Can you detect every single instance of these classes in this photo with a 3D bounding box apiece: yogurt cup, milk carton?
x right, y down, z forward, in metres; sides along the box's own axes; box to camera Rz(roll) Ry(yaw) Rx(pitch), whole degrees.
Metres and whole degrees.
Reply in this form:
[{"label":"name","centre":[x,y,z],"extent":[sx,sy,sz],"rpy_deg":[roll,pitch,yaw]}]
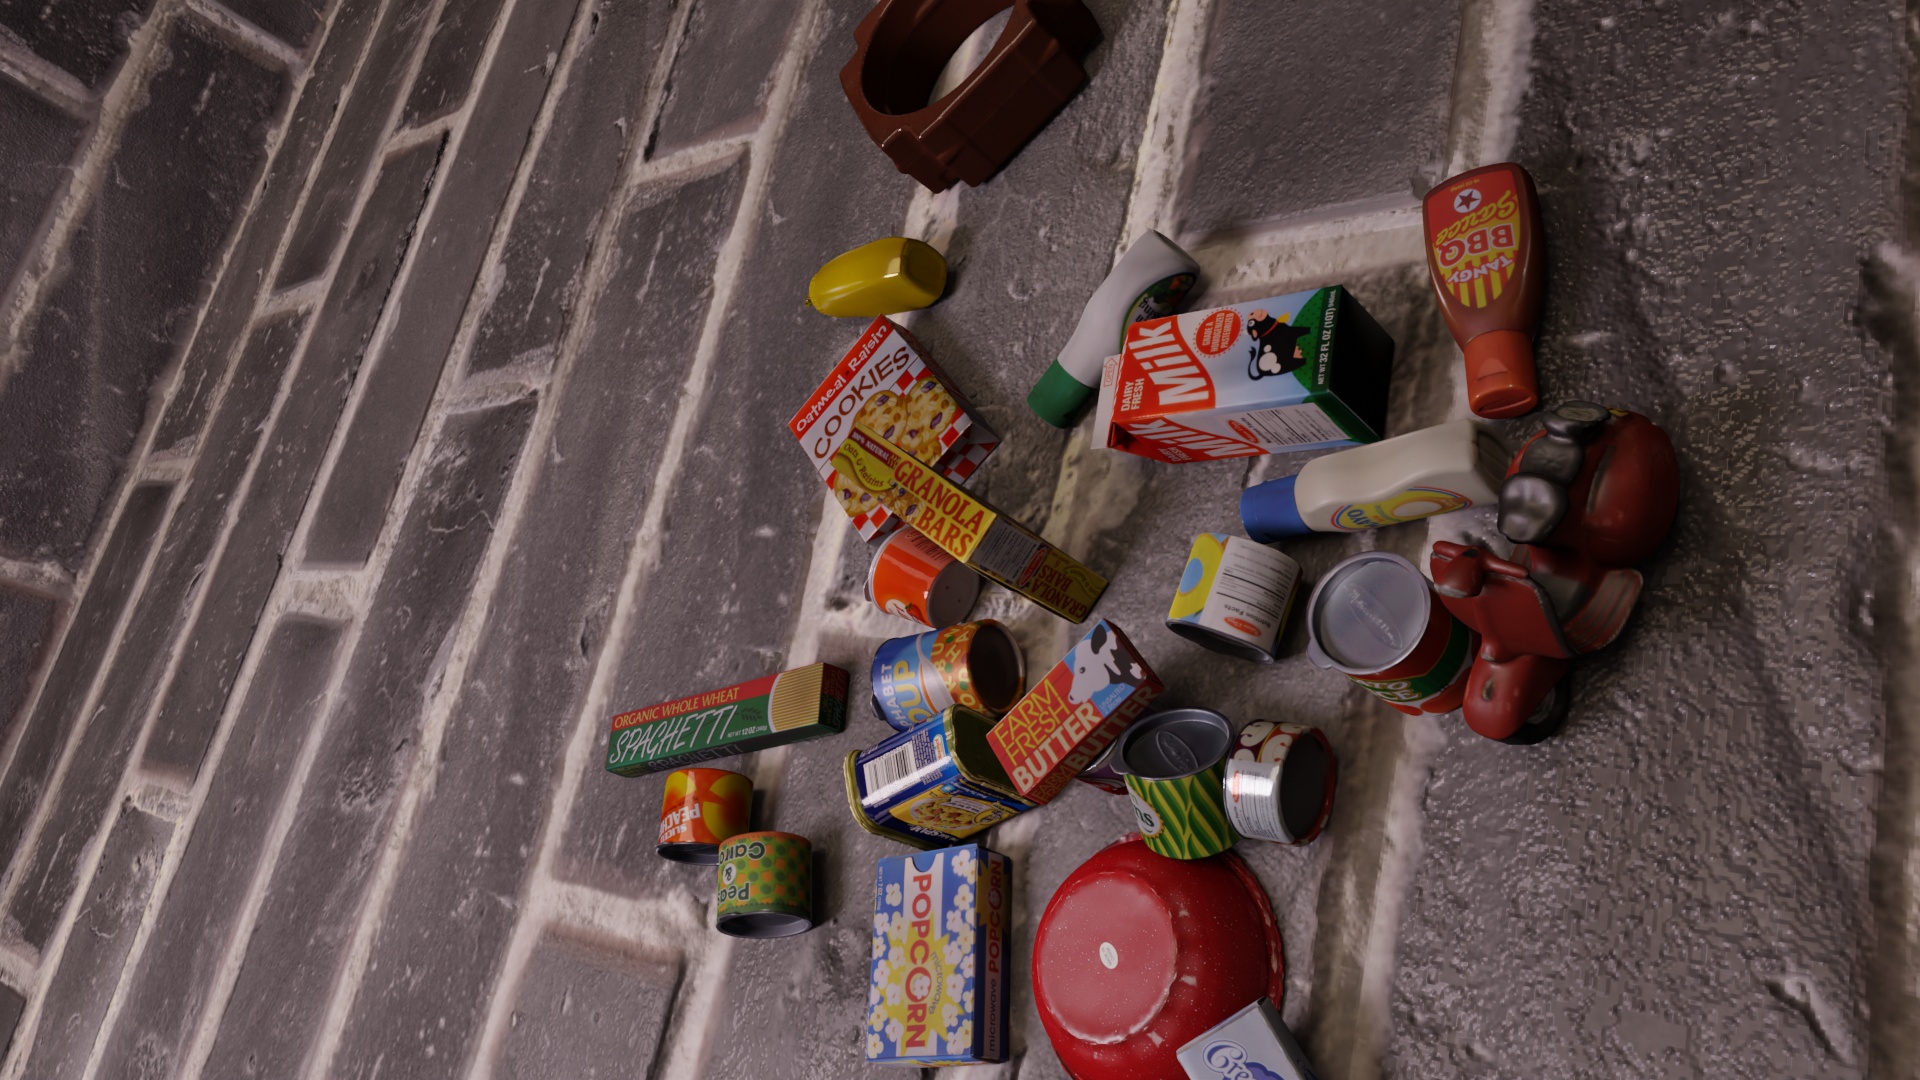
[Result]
[{"label":"yogurt cup","centre":[-0.023,0.029,0.983],"extent":[0.054,0.072,0.072],"rpy_deg":[24,86,38]},{"label":"milk carton","centre":[0.164,-0.098,0.873],"extent":[0.190,0.073,0.072],"rpy_deg":[-5,66,41]}]

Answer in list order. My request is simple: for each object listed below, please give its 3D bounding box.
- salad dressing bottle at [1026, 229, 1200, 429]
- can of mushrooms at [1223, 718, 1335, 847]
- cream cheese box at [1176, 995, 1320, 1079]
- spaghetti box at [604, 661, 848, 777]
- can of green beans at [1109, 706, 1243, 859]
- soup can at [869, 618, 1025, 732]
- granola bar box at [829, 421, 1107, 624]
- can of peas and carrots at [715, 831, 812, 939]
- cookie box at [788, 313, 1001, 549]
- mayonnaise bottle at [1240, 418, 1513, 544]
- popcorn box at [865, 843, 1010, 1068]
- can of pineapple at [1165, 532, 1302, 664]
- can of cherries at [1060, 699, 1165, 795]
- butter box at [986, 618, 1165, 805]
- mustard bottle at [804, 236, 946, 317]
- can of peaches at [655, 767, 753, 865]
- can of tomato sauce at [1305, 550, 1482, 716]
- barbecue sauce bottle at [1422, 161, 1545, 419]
[{"label":"salad dressing bottle","centre":[0.103,-0.144,0.965],"extent":[0.044,0.064,0.147],"rpy_deg":[48,112,25]},{"label":"can of mushrooms","centre":[0.174,0.130,0.751],"extent":[0.033,0.071,0.071],"rpy_deg":[0,69,42]},{"label":"cream cheese box","centre":[0.157,0.286,0.686],"extent":[0.053,0.024,0.104],"rpy_deg":[-38,69,19]},{"label":"spaghetti box","centre":[-0.190,0.145,1.095],"extent":[0.249,0.028,0.050],"rpy_deg":[-17,57,35]},{"label":"can of green beans","centre":[0.126,0.135,0.776],"extent":[0.071,0.057,0.071],"rpy_deg":[-15,24,7]},{"label":"soup can","centre":[-0.009,0.092,0.931],"extent":[0.083,0.071,0.071],"rpy_deg":[-15,59,36]},{"label":"granola bar box","centre":[0.003,-0.012,0.935],"extent":[0.166,0.124,0.039],"rpy_deg":[35,94,46]},{"label":"can of peas and carrots","centre":[-0.138,0.240,0.968],"extent":[0.070,0.071,0.059],"rpy_deg":[-25,53,31]},{"label":"cookie box","centre":[-0.056,-0.085,1.089],"extent":[0.122,0.040,0.168],"rpy_deg":[-48,46,12]},{"label":"mayonnaise bottle","centre":[0.231,-0.029,0.787],"extent":[0.147,0.065,0.041],"rpy_deg":[-16,63,41]},{"label":"popcorn box","centre":[-0.013,0.261,0.868],"extent":[0.085,0.038,0.127],"rpy_deg":[-18,57,36]},{"label":"can of pineapple","centre":[0.160,0.034,0.814],"extent":[0.071,0.071,0.058],"rpy_deg":[12,76,45]},{"label":"can of cherries","centre":[0.085,0.118,0.841],"extent":[0.071,0.058,0.072],"rpy_deg":[-19,57,33]},{"label":"butter box","centre":[0.066,0.100,0.807],"extent":[0.103,0.024,0.053],"rpy_deg":[-47,45,11]},{"label":"mustard bottle","centre":[-0.083,-0.216,1.166],"extent":[0.160,0.065,0.049],"rpy_deg":[-2,72,45]},{"label":"can of peaches","centre":[-0.191,0.205,1.034],"extent":[0.071,0.071,0.058],"rpy_deg":[-18,57,35]},{"label":"can of tomato sauce","centre":[0.229,0.052,0.728],"extent":[0.071,0.083,0.071],"rpy_deg":[-20,56,34]},{"label":"barbecue sauce bottle","centre":[0.303,-0.142,0.793],"extent":[0.064,0.043,0.149],"rpy_deg":[-15,59,35]}]
